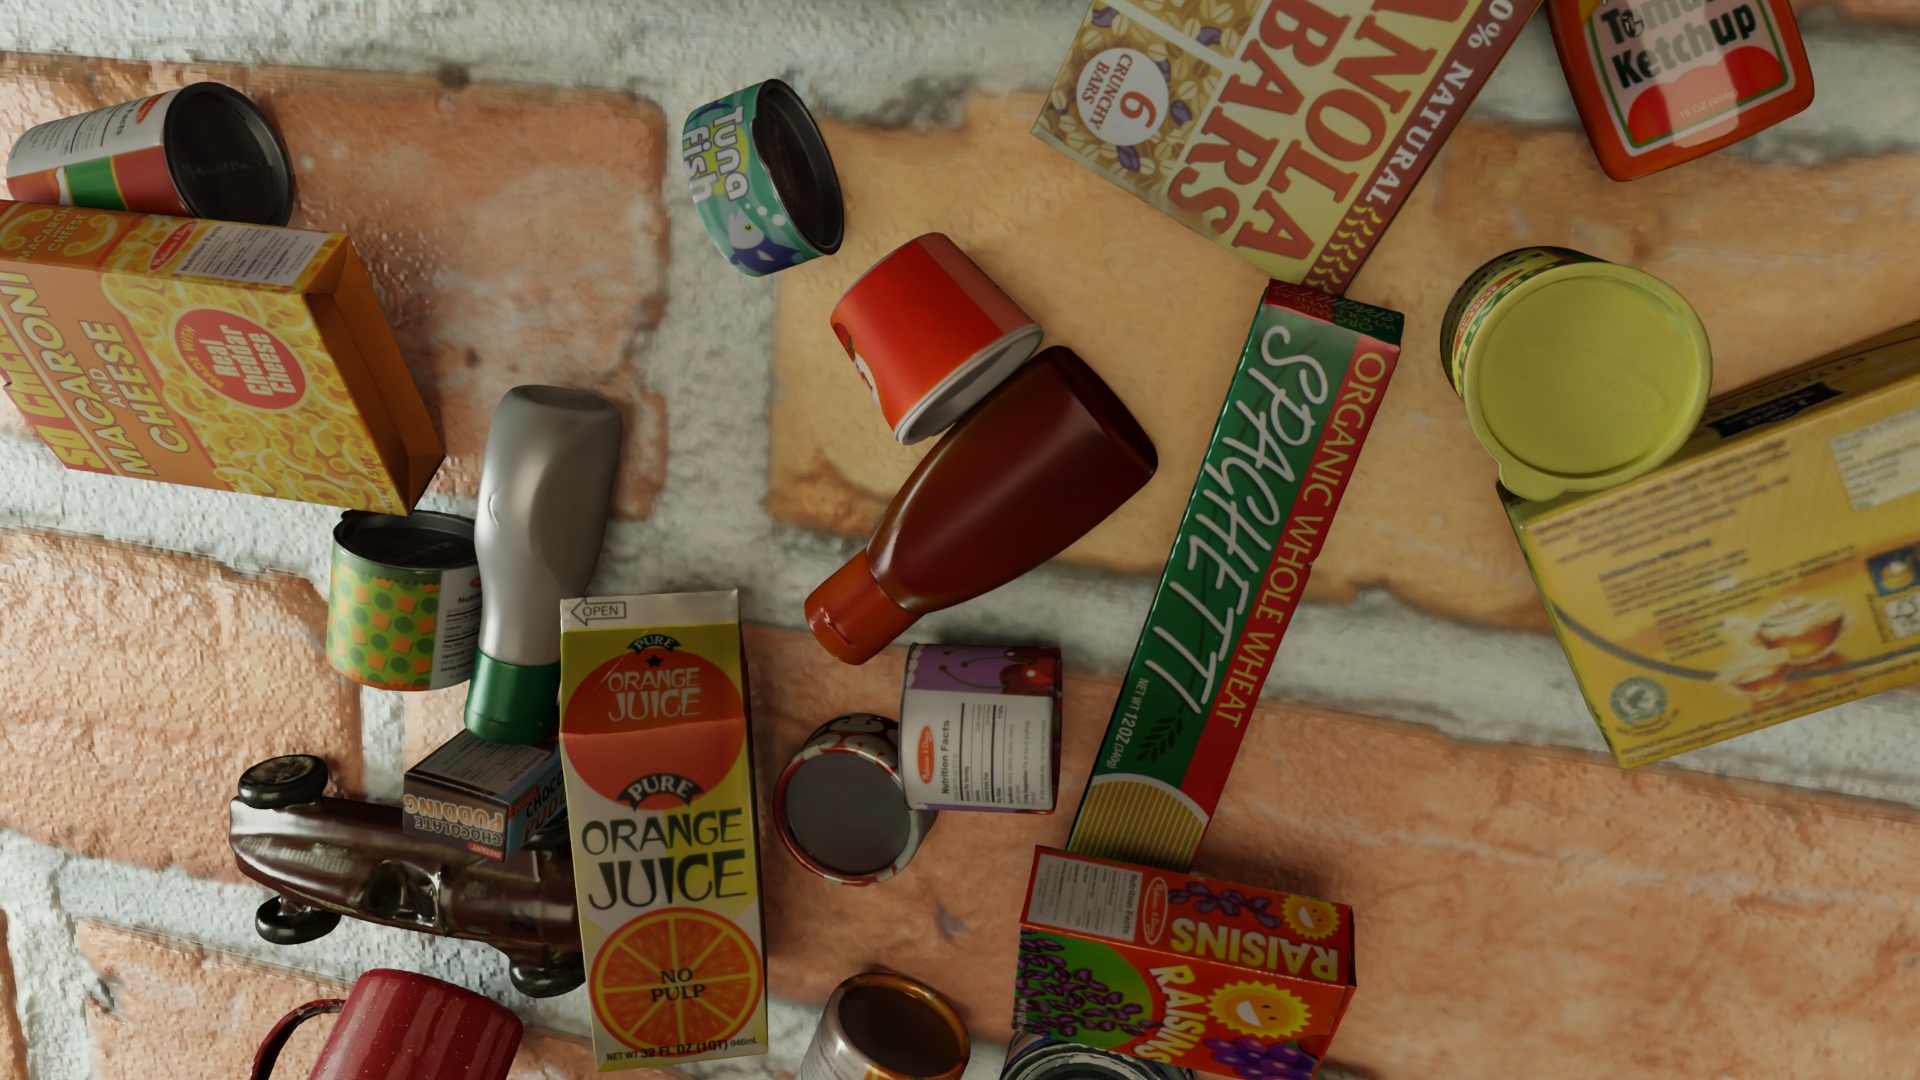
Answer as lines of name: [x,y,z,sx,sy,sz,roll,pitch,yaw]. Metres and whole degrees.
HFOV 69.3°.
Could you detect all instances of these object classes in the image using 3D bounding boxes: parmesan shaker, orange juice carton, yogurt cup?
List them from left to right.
orange juice carton: [-0.121,0.113,0.576,0.072,0.073,0.192,-4,105,-8]
yogurt cup: [-0.011,-0.076,0.514,0.072,0.072,0.054,-39,85,20]
parmesan shaker: [0.190,-0.057,0.446,0.071,0.103,0.071,4,105,13]

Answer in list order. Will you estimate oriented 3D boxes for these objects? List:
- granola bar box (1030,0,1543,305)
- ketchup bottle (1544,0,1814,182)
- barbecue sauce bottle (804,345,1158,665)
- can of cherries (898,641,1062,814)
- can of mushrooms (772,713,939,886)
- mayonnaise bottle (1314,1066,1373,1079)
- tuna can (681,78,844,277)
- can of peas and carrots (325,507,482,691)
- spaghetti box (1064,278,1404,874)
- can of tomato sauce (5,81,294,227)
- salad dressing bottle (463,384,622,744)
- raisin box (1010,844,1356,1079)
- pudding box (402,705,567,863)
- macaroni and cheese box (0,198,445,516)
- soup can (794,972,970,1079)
granola bar box: [0.112,-0.175,0.444,0.124,0.039,0.164,31,128,4]
ketchup bottle: [0.211,-0.193,0.437,0.064,0.044,0.148,-21,98,24]
barbecue sauce bottle: [0.002,-0.007,0.539,0.148,0.044,0.065,-39,97,21]
can of cherries: [0.010,0.072,0.546,0.058,0.072,0.071,0,105,8]
can of mushrooms: [-0.046,0.110,0.588,0.071,0.033,0.070,4,106,13]
mayonnaise bottle: [0.146,0.296,0.576,0.041,0.065,0.147,9,111,8]
tuna can: [-0.073,-0.133,0.510,0.033,0.071,0.071,-15,101,19]
can of peas and carrots: [-0.237,0.024,0.596,0.071,0.071,0.058,16,109,10]
spaghetti box: [0.095,0.028,0.514,0.050,0.029,0.248,19,117,8]
can of tomato sauce: [-0.333,-0.146,0.575,0.083,0.071,0.071,-7,103,17]
salad dressing bottle: [-0.176,0.012,0.576,0.044,0.064,0.147,18,105,13]
raisin box: [0.084,0.169,0.547,0.123,0.040,0.085,9,134,8]
pudding box: [-0.193,0.100,0.596,0.050,0.084,0.030,13,110,10]
macaroni and cheese box: [-0.313,-0.073,0.566,0.166,0.040,0.123,7,139,8]
soup can: [-0.038,0.243,0.605,0.071,0.071,0.083,25,109,7]
